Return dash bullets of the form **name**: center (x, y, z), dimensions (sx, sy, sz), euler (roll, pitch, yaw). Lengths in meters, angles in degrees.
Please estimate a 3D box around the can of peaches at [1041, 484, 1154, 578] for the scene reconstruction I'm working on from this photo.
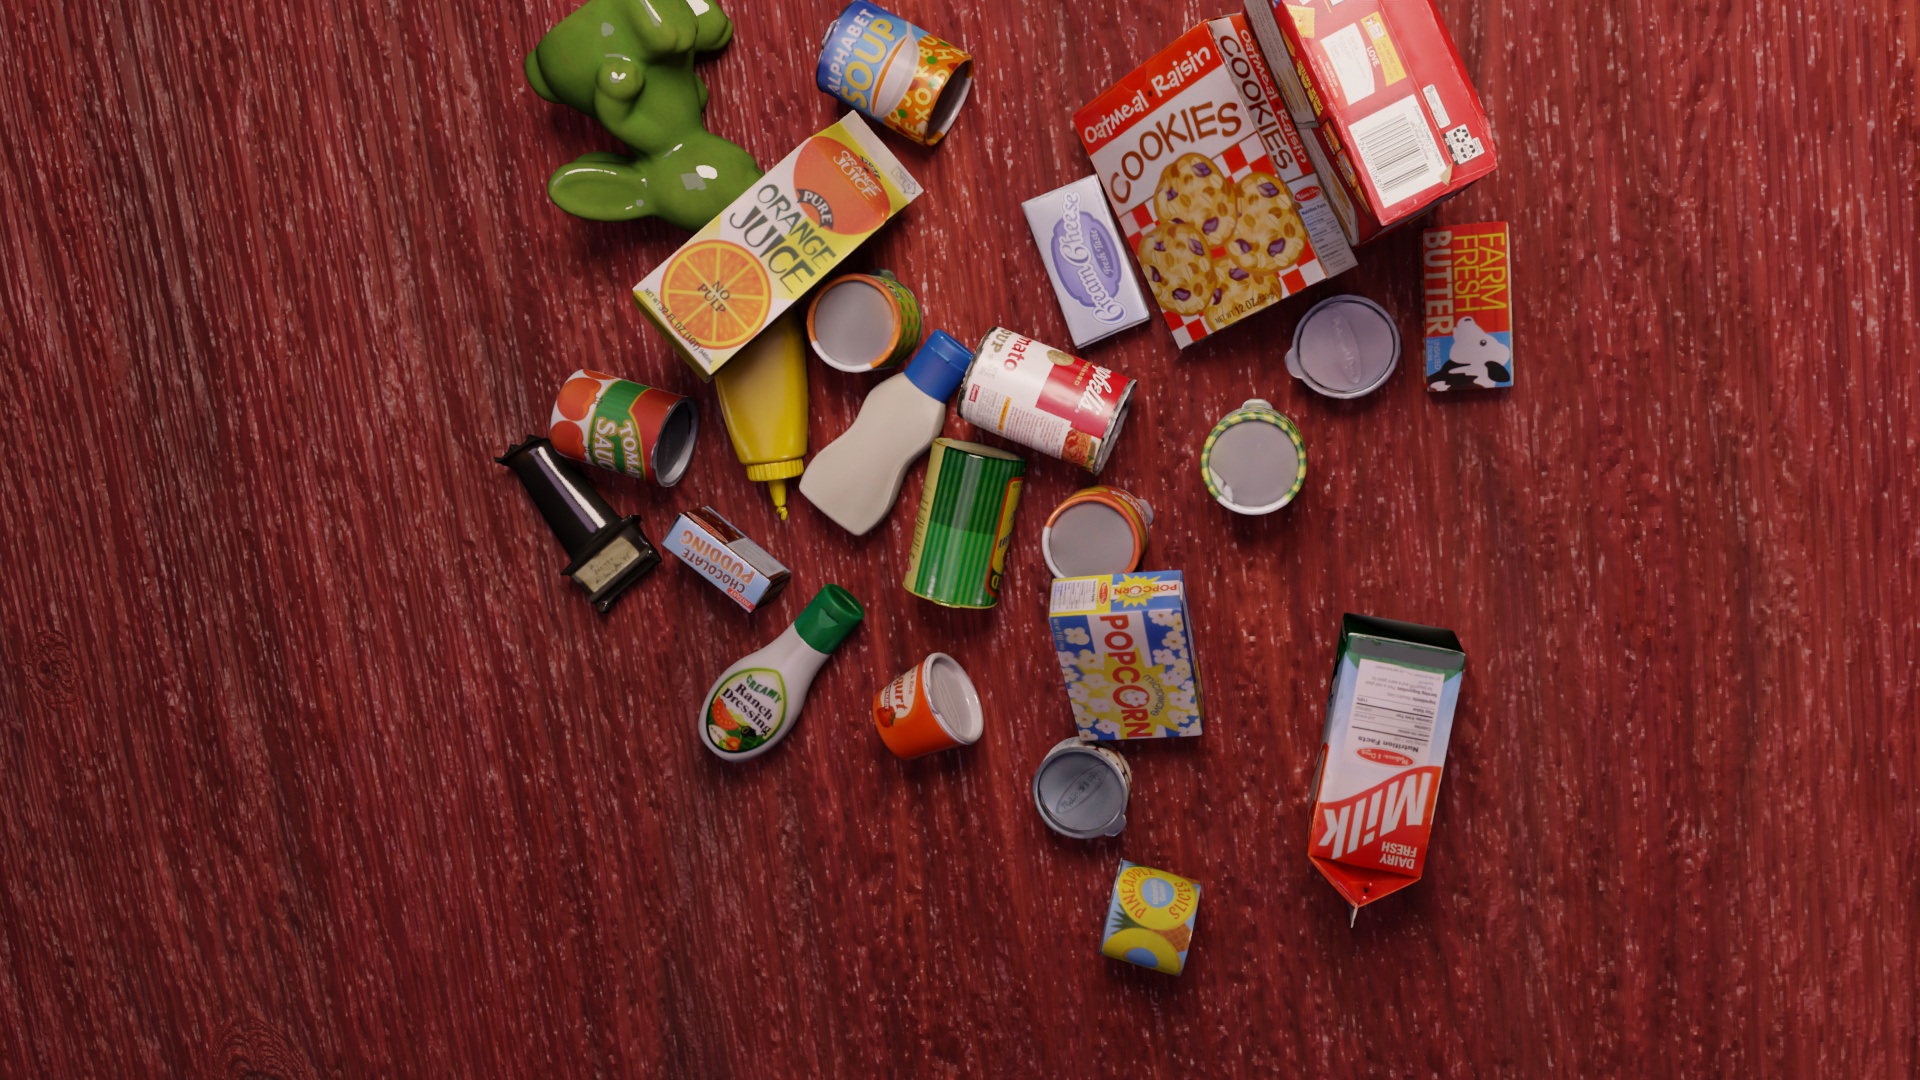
- **can of peaches**: center (0.093, -0.003, 0.928), dimensions (0.071, 0.058, 0.071), euler (2, 99, 13)

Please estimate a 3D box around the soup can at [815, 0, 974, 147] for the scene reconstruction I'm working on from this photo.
- **soup can**: center (-0.043, -0.306, 0.908), dimensions (0.084, 0.071, 0.071), euler (30, 104, 7)

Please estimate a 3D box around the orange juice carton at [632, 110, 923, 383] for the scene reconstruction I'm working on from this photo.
- **orange juice carton**: center (-0.117, -0.193, 0.904), dimensions (0.193, 0.073, 0.071), euler (-43, 99, -7)

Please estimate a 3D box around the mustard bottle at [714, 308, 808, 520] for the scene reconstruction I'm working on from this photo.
- **mustard bottle**: center (-0.137, -0.093, 0.972), dimensions (0.065, 0.049, 0.160), euler (-6, 97, 6)

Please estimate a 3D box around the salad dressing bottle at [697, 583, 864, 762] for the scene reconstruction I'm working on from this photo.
- **salad dressing bottle**: center (-0.128, 0.095, 1.000), dimensions (0.064, 0.044, 0.147), euler (42, 104, 3)

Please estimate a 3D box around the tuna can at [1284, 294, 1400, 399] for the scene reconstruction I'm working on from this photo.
- **tuna can**: center (0.243, -0.123, 0.888), dimensions (0.071, 0.033, 0.071), euler (2, 98, 13)

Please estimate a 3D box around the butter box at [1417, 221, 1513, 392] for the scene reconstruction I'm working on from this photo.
- **butter box**: center (0.317, -0.146, 0.873), dimensions (0.053, 0.024, 0.103), euler (-3, 98, 13)

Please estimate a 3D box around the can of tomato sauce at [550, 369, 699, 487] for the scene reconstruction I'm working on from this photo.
- **can of tomato sauce**: center (-0.239, -0.079, 0.987), dimensions (0.083, 0.071, 0.071), euler (16, 102, 11)

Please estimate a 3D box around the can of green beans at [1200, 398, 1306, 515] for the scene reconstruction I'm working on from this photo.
- **can of green beans**: center (0.190, -0.052, 0.898), dimensions (0.071, 0.058, 0.071), euler (2, 99, 13)

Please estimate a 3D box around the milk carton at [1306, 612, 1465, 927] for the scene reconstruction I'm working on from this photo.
- **milk carton**: center (0.269, 0.150, 0.902), dimensions (0.073, 0.072, 0.190), euler (10, 99, 12)

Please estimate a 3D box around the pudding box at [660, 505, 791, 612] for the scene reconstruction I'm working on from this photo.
- **pudding box**: center (-0.167, 0.012, 0.994), dimensions (0.084, 0.050, 0.030), euler (37, 103, 5)

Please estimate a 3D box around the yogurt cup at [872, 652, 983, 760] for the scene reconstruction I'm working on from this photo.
- **yogurt cup**: center (-0.024, 0.119, 0.971), dimensions (0.054, 0.072, 0.072), euler (-28, 91, 23)

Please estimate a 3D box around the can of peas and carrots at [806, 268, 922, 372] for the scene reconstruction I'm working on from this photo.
- **can of peas and carrots**: center (-0.064, -0.150, 0.942), dimensions (0.071, 0.059, 0.071), euler (2, 99, 12)

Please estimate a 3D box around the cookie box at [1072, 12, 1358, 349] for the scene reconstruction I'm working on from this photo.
- **cookie box**: center (0.153, -0.218, 0.860), dimensions (0.122, 0.040, 0.167), euler (-23, 93, 51)

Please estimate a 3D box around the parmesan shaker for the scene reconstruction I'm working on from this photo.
- **parmesan shaker**: center (0.003, -0.012, 0.940), dimensions (0.071, 0.071, 0.103), euler (14, 101, 11)

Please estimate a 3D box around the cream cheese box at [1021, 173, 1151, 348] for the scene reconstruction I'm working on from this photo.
- **cream cheese box**: center (0.084, -0.185, 0.921), dimensions (0.053, 0.024, 0.103), euler (-20, 93, 15)

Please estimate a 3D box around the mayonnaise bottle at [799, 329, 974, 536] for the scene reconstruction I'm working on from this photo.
- **mayonnaise bottle**: center (-0.046, -0.077, 0.959), dimensions (0.065, 0.041, 0.147), euler (39, 103, 3)

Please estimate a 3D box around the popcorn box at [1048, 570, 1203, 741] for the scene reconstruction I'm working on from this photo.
- **popcorn box**: center (0.111, 0.077, 0.913), dimensions (0.085, 0.038, 0.126), euler (-5, 132, 13)

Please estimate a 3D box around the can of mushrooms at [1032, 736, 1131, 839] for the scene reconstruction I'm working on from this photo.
- **can of mushrooms**: center (0.087, 0.173, 0.967), dimensions (0.071, 0.033, 0.071), euler (2, 98, 12)

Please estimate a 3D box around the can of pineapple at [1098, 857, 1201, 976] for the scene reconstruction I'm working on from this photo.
- **can of pineapple**: center (0.130, 0.257, 0.952), dimensions (0.058, 0.071, 0.071), euler (13, 101, 10)
